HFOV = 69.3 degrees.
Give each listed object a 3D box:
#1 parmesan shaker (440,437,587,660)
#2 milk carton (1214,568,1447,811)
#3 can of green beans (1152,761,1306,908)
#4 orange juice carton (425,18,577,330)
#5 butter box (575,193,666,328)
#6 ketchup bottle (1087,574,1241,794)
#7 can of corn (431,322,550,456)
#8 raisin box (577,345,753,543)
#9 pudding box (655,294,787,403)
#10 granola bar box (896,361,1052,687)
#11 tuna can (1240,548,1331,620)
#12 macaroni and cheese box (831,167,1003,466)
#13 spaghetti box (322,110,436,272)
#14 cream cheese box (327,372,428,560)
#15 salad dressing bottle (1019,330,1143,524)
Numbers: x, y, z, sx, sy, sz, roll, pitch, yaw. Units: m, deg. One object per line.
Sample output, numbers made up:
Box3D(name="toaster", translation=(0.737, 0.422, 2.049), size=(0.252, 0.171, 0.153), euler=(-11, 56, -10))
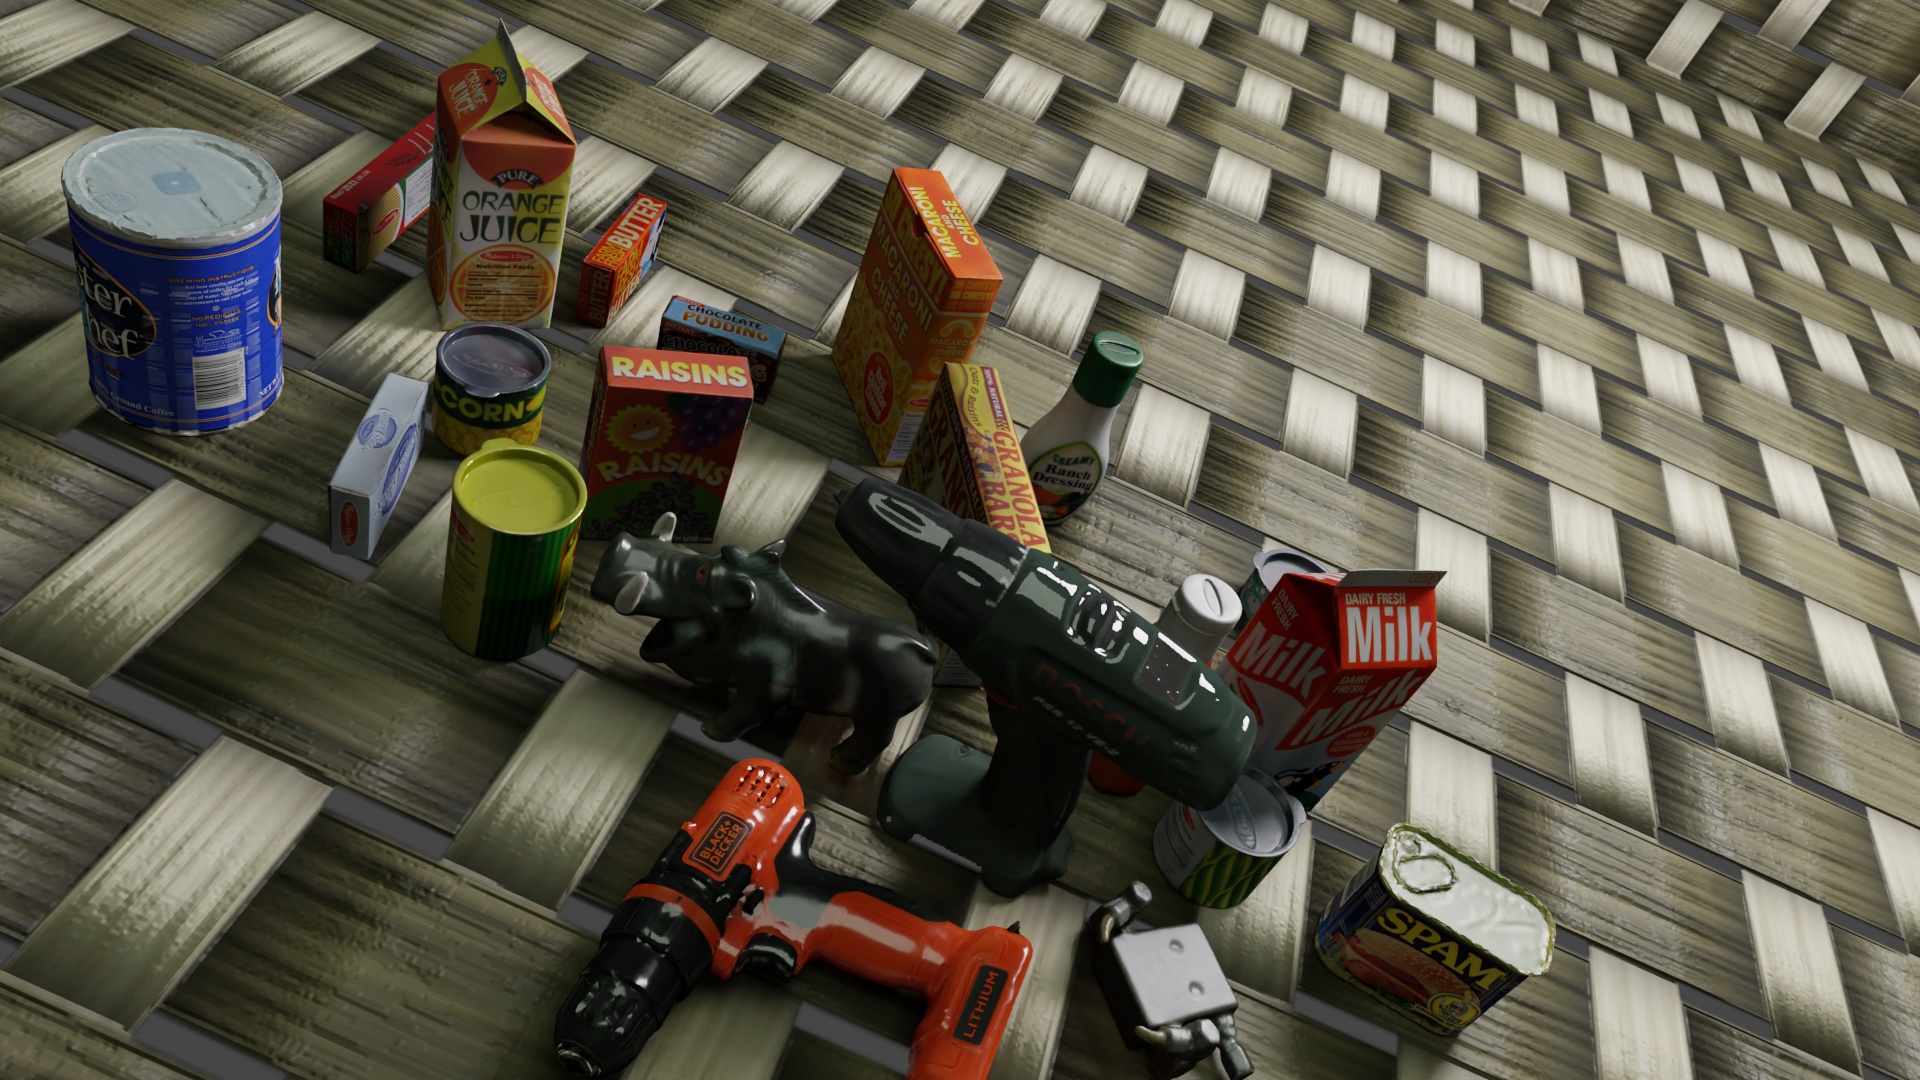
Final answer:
Box3D(name="parmesan shaker", translation=(-0.242, 0.006, 0.747), size=(0.071, 0.102, 0.072), euler=(13, 43, -12))
Box3D(name="milk carton", translation=(0.208, 0.080, 0.814), size=(0.072, 0.189, 0.074), euler=(0, 47, -25))
Box3D(name="can of green beans", translation=(0.151, 0.168, 0.797), size=(0.071, 0.057, 0.071), euler=(13, 43, -12))
Box3D(name="orange juice carton", translation=(-0.299, -0.232, 0.900), size=(0.073, 0.191, 0.072), euler=(-5, 49, -29))
Box3D(name="butter box", translation=(-0.244, -0.202, 0.999), size=(0.024, 0.052, 0.104), euler=(21, 41, -4))
Box3D(name="ketchup bottle", translation=(0.113, 0.081, 0.801), size=(0.043, 0.148, 0.065), euler=(8, 44, -18))
Box3D(name="can of corn", translation=(-0.291, -0.090, 0.857), size=(0.071, 0.058, 0.071), euler=(13, 43, -12))
Box3D(name="raisin box", translation=(-0.178, -0.055, 0.825), size=(0.086, 0.122, 0.040), euler=(3, 46, -23))
Box3D(name="pudding box", translation=(-0.167, -0.133, 0.966), size=(0.084, 0.049, 0.030), euler=(18, 42, -7))
Box3D(name="granola bar box", translation=(0.003, -0.011, 0.863), size=(0.039, 0.123, 0.166), euler=(6, 45, -20))
Box3D(name="tuna can", translation=(0.233, 0.039, 0.987), size=(0.071, 0.032, 0.071), euler=(13, 43, -12))
Box3D(name="macaroni and cheese box", translation=(-0.035, -0.152, 0.960), size=(0.040, 0.165, 0.124), euler=(-3, 48, -27))
Box3D(name="spaghetti box", translation=(-0.385, -0.279, 1.015), size=(0.029, 0.049, 0.251), euler=(22, 41, -3))
Box3D(name="cream cheese box", translation=(-0.332, -0.044, 0.794), size=(0.024, 0.053, 0.104), euler=(14, 42, -11))
Box3D(name="salad dressing bottle", translation=(0.079, -0.076, 0.948), size=(0.064, 0.146, 0.044), euler=(10, 43, -15))
